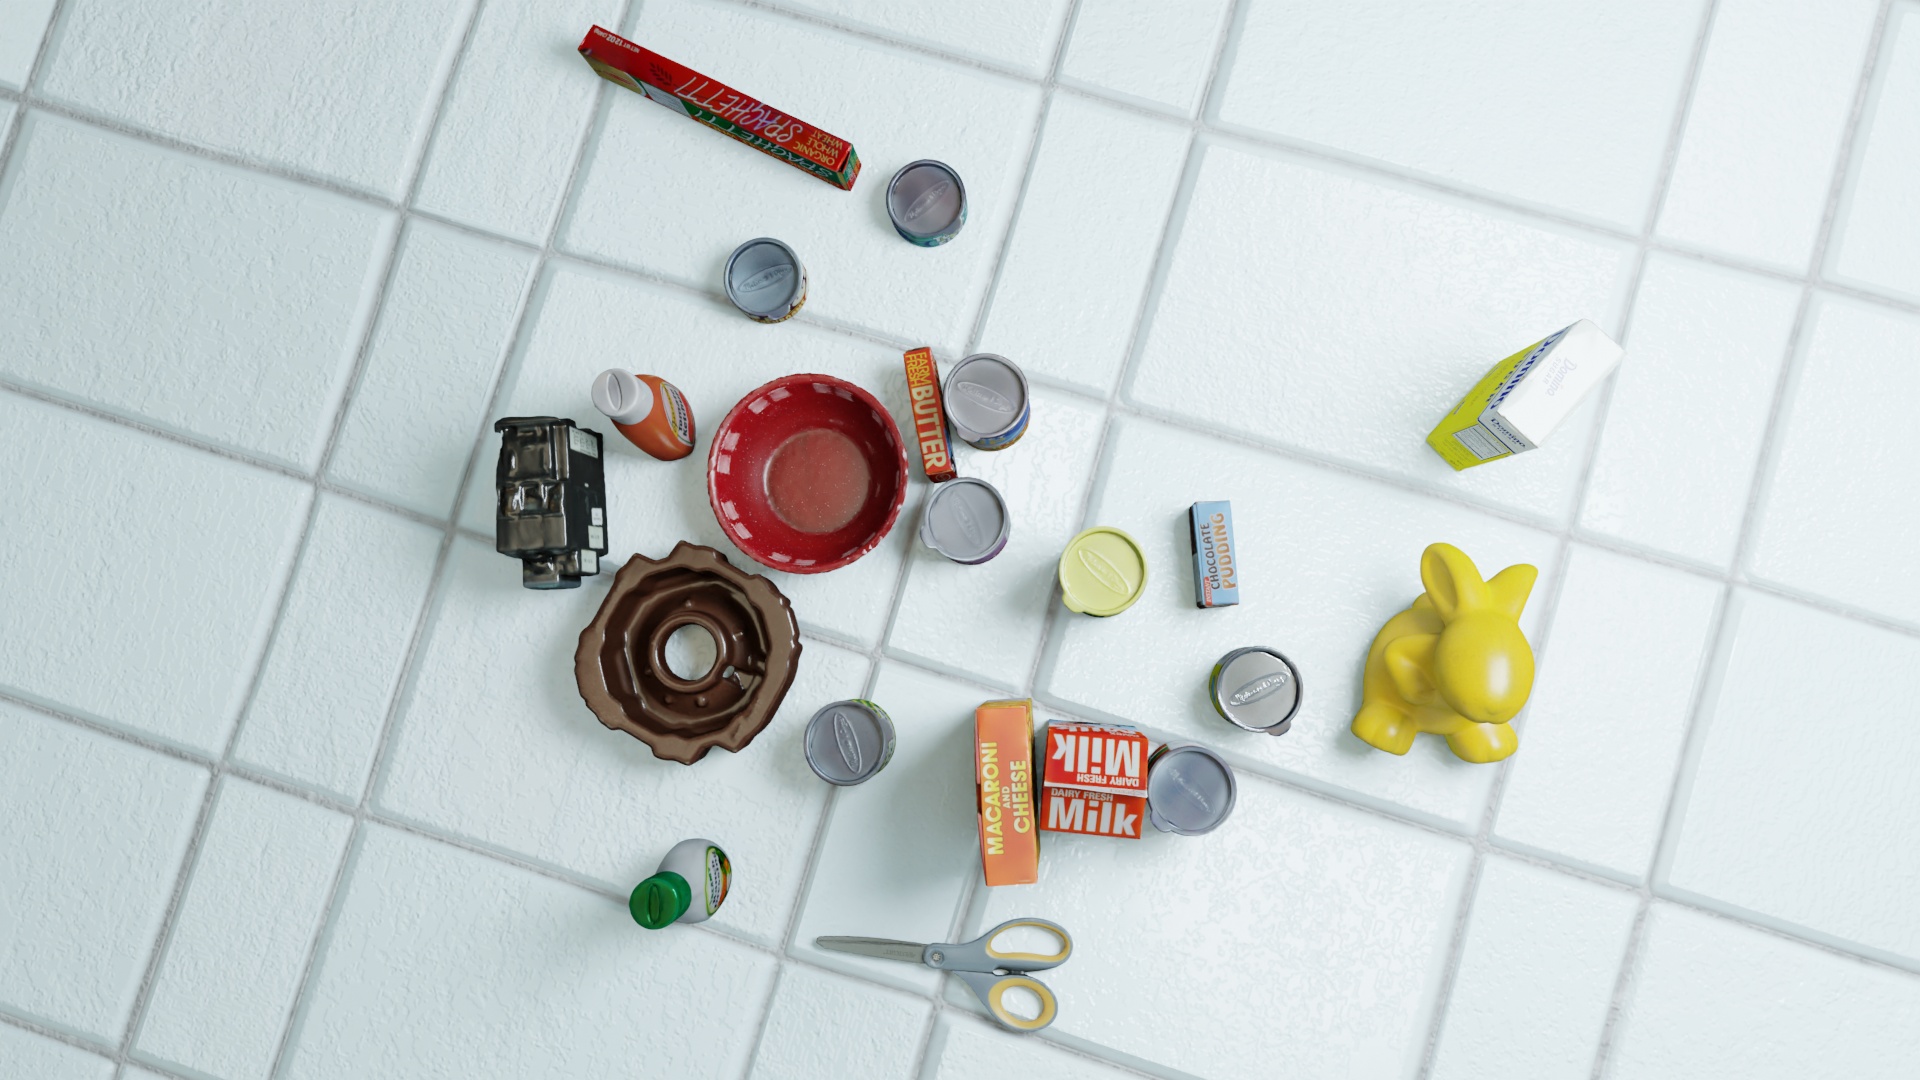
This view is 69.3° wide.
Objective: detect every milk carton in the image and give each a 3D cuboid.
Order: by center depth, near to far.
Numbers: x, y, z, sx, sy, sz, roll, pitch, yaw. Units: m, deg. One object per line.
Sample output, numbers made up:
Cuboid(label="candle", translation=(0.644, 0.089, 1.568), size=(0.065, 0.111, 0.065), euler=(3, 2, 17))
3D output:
Cuboid(label="milk carton", translation=(0.096, 0.173, 1.017), size=(0.072, 0.190, 0.073), euler=(5, 86, 5))

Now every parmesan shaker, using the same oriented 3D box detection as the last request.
Cuboid(label="parmesan shaker", translation=(0.108, 0.028, 1.074), size=(0.071, 0.103, 0.071), euler=(0, 85, 4))

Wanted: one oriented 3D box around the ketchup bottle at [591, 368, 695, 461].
Cuboid(label="ketchup bottle", translation=(-0.248, -0.102, 1.089), size=(0.043, 0.148, 0.065), euler=(-14, 84, 3))

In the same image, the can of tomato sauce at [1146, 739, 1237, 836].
Cuboid(label="can of tomato sauce", translation=(0.172, 0.190, 1.064), size=(0.071, 0.083, 0.071), euler=(0, 85, 4))

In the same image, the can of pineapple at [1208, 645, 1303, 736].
Cuboid(label="can of pineapple", translation=(0.229, 0.117, 1.079), size=(0.071, 0.058, 0.071), euler=(0, 85, 4))

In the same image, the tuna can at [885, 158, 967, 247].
Cuboid(label="tuna can", translation=(-0.025, -0.276, 1.147), size=(0.071, 0.033, 0.071), euler=(0, 85, 4))

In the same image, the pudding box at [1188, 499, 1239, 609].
Cuboid(label="pudding box", translation=(0.199, 0.011, 1.095), size=(0.030, 0.049, 0.083), euler=(-5, 85, 4))

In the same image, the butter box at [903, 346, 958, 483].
Cuboid(label="butter box", translation=(-0.024, -0.100, 1.121), size=(0.024, 0.053, 0.103), euler=(-11, 84, 3))

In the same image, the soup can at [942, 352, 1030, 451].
Cuboid(label="soup can", translation=(0.021, -0.106, 1.102), size=(0.071, 0.083, 0.071), euler=(0, 85, 4))

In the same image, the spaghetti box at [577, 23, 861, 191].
Cuboid(label="spaghetti box", translation=(-0.199, -0.360, 1.159), size=(0.250, 0.050, 0.028), euler=(26, 88, 6))

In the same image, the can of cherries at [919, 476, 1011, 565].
Cuboid(label="can of cherries", translation=(0.004, -0.014, 1.108), size=(0.071, 0.058, 0.071), euler=(0, 85, 4))

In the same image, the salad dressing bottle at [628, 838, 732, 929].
Cuboid(label="salad dressing bottle", translation=(-0.212, 0.264, 1.053), size=(0.044, 0.147, 0.064), euler=(-2, 85, 4))

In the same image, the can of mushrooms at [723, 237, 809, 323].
Cuboid(label="can of mushrooms", translation=(-0.159, -0.212, 1.151), size=(0.071, 0.033, 0.071), euler=(0, 85, 4))

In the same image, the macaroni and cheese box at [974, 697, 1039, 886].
Cuboid(label="macaroni and cheese box", translation=(0.036, 0.182, 1.033), size=(0.040, 0.166, 0.123), euler=(-4, 85, 4))

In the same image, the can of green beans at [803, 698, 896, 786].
Cuboid(label="can of green beans", translation=(-0.086, 0.159, 1.099), size=(0.071, 0.058, 0.071), euler=(0, 85, 4))
